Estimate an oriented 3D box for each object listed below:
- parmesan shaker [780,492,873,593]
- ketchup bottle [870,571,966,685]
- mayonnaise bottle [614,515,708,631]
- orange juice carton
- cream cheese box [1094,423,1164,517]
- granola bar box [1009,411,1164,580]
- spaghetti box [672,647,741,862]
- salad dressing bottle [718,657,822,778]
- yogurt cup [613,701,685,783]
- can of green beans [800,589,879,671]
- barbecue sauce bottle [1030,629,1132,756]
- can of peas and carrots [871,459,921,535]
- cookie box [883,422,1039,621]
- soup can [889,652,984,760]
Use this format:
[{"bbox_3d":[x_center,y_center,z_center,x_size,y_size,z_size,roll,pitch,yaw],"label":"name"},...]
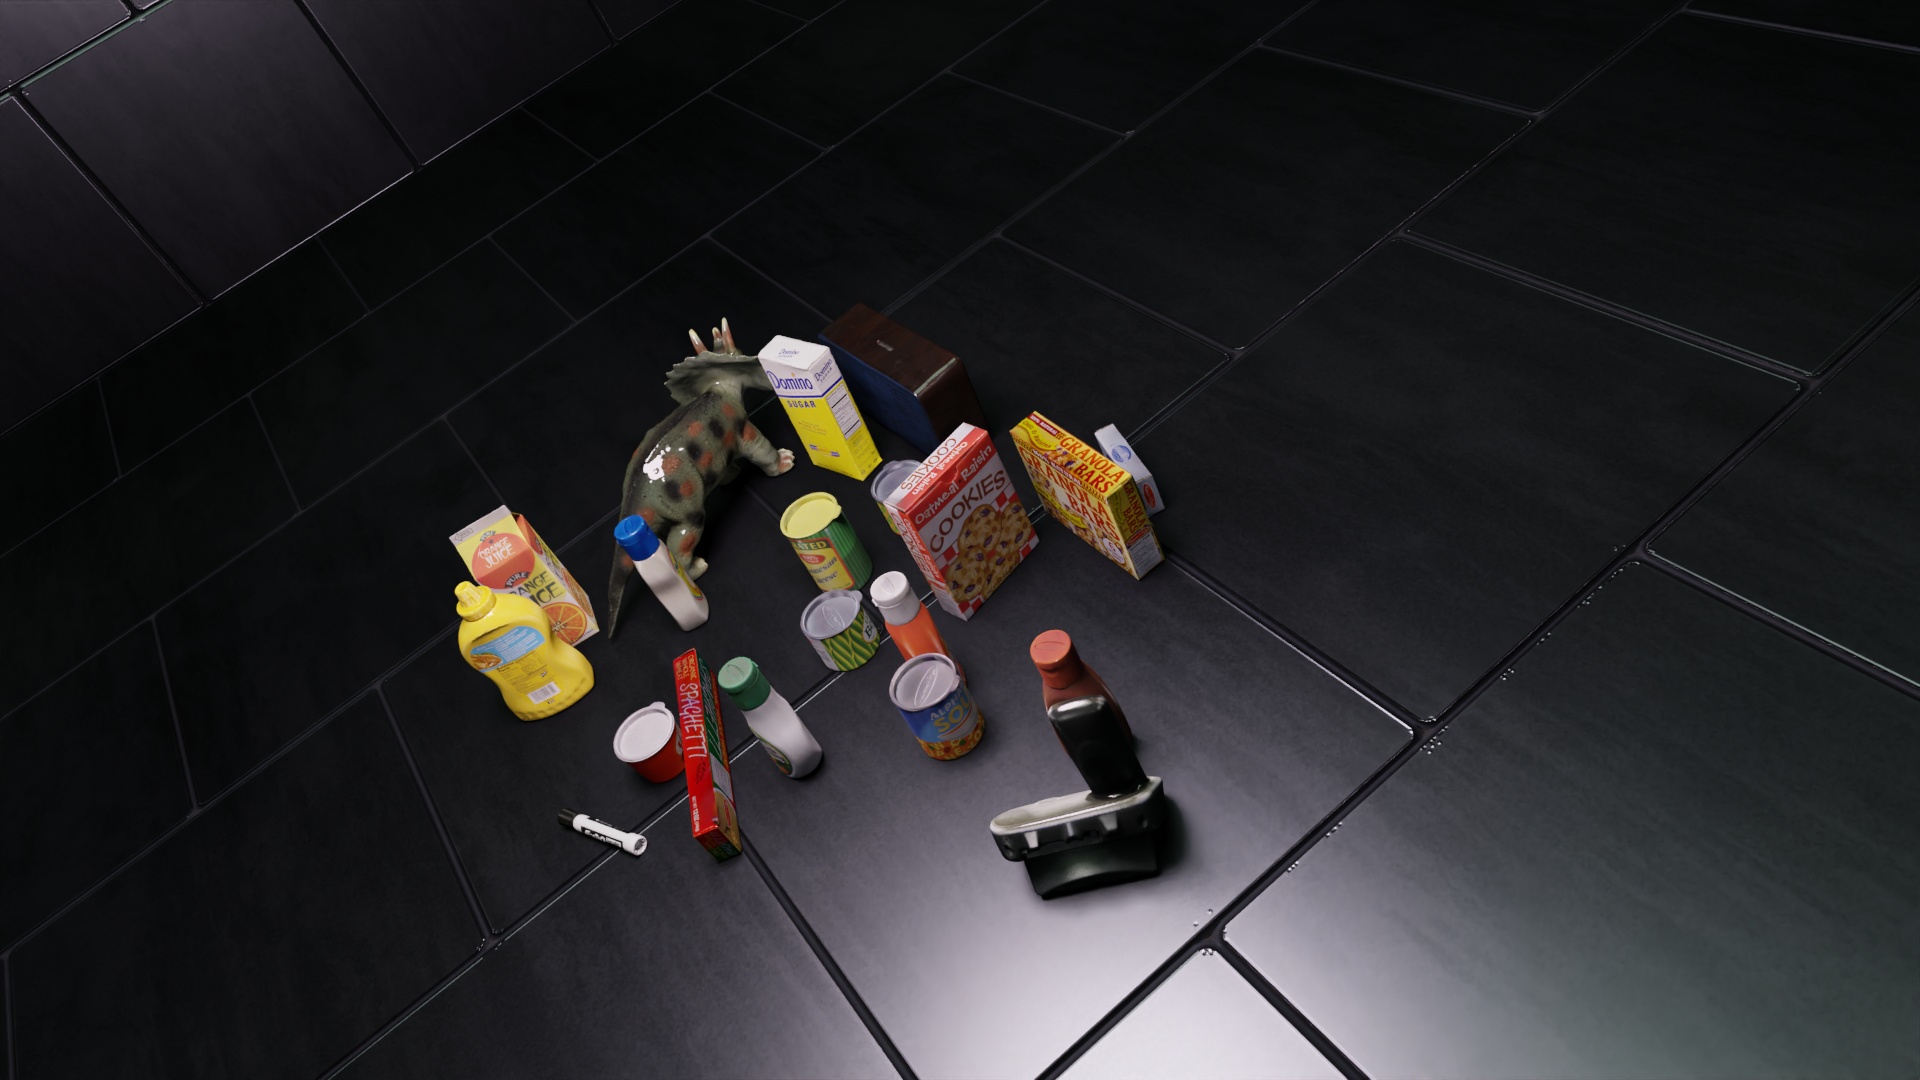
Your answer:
[{"bbox_3d":[-0.142,0.006,1.511,0.071,0.102,0.072,-15,42,14],"label":"parmesan shaker"},{"bbox_3d":[-0.042,0.092,1.336,0.043,0.148,0.065,-33,41,-6],"label":"ketchup bottle"},{"bbox_3d":[-0.333,0.034,1.549,0.041,0.147,0.065,-28,41,-1],"label":"mayonnaise bottle"},{"bbox_3d":[-0.500,0.042,1.595,0.072,0.192,0.073,-32,41,-5],"label":"orange juice carton"},{"bbox_3d":[0.177,-0.074,1.462,0.024,0.053,0.104,-28,41,0],"label":"cream cheese box"},{"bbox_3d":[0.128,-0.047,1.407,0.039,0.123,0.166,-38,42,-11],"label":"granola bar box"},{"bbox_3d":[-0.257,0.211,1.402,0.029,0.050,0.251,-25,41,3],"label":"spaghetti box"},{"bbox_3d":[-0.183,0.169,1.331,0.044,0.147,0.064,-42,43,-16],"label":"salad dressing bottle"},{"bbox_3d":[-0.314,0.212,1.427,0.072,0.053,0.073,-15,42,14],"label":"yogurt cup"},{"bbox_3d":[-0.124,0.094,1.446,0.071,0.057,0.071,-15,42,14],"label":"can of green beans"},{"bbox_3d":[0.101,0.137,1.214,0.065,0.148,0.044,-2,47,26],"label":"barbecue sauce bottle"},{"bbox_3d":[-0.060,-0.048,1.557,0.071,0.058,0.071,-15,42,14],"label":"can of peas and carrots"},{"bbox_3d":[0.005,-0.018,1.409,0.040,0.166,0.123,24,62,42],"label":"cookie box"},{"bbox_3d":[-0.018,0.157,1.305,0.071,0.083,0.072,-15,42,14],"label":"soup can"}]
